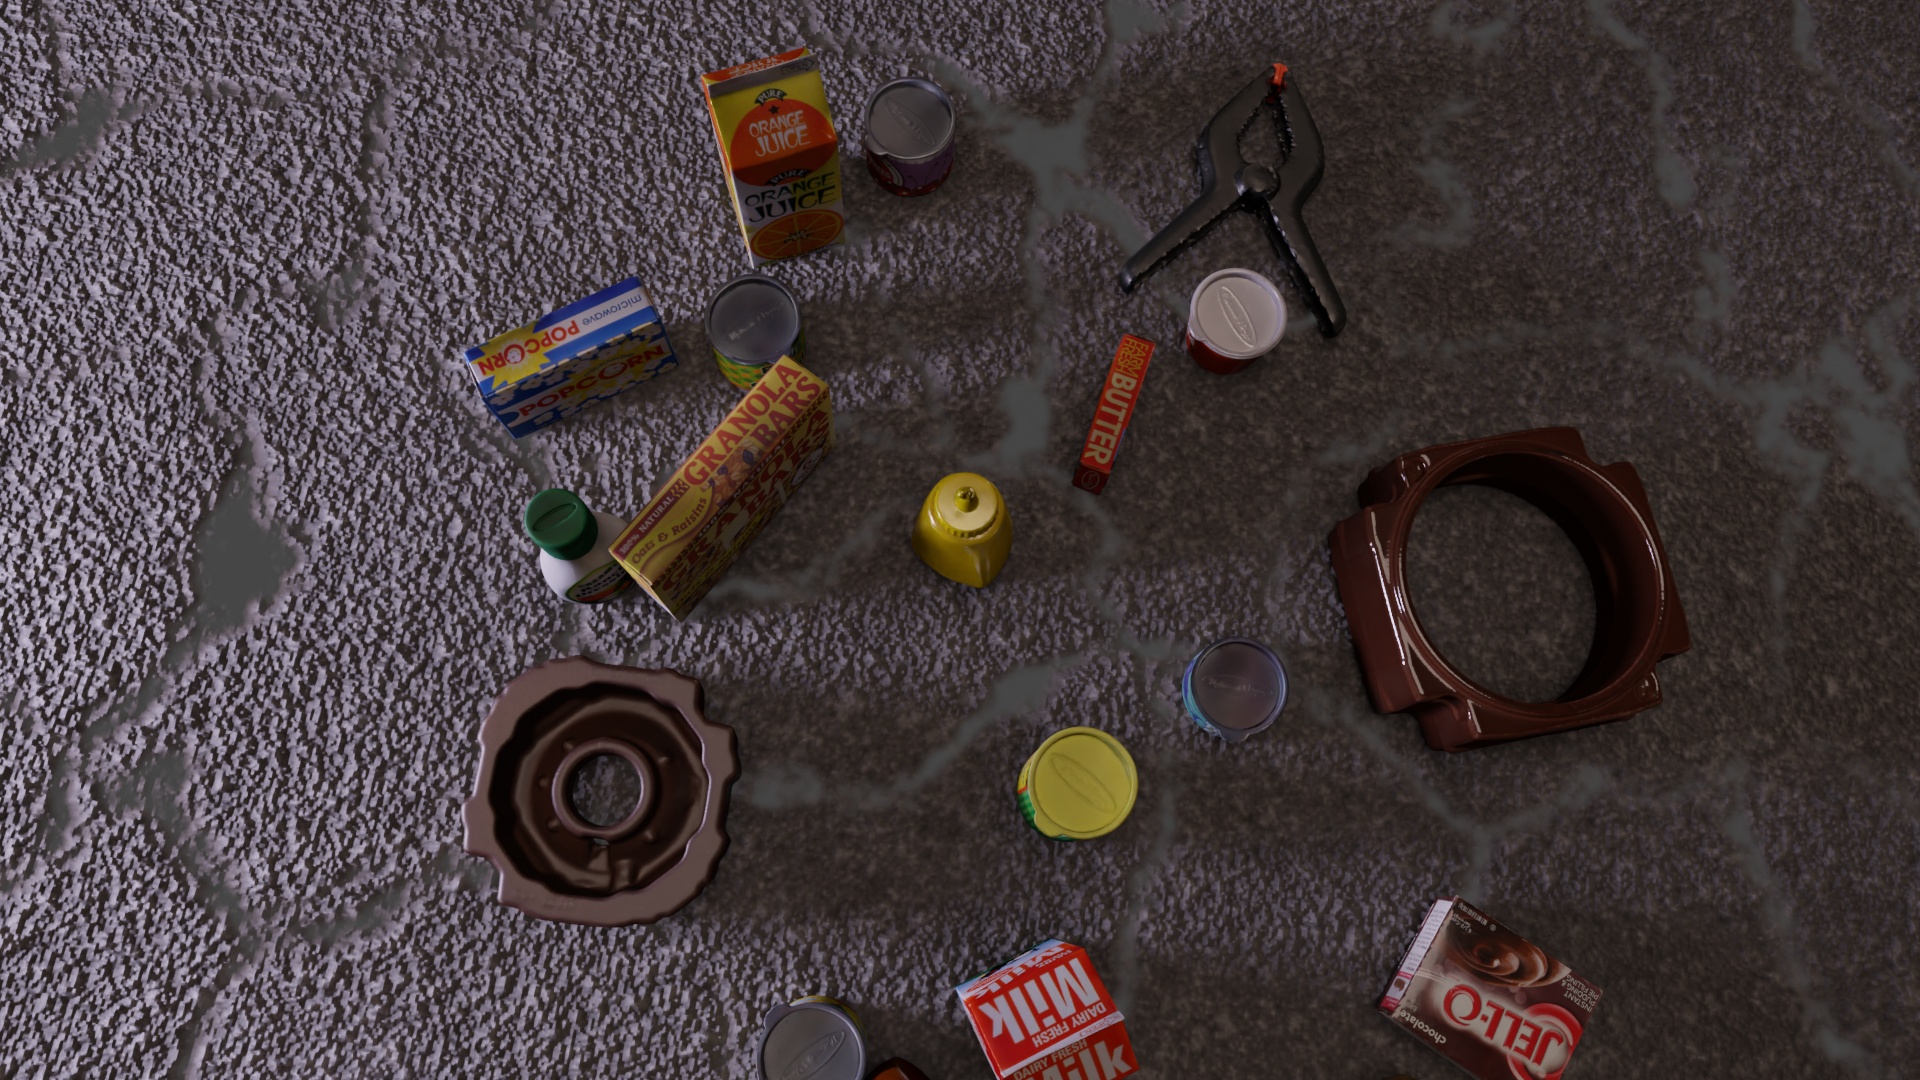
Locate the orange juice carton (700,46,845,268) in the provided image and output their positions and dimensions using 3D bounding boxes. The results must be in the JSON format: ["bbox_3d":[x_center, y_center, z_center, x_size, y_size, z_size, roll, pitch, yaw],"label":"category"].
[{"bbox_3d":[-0.124,-0.261,0.929,0.072,0.192,0.073,-17,78,-7],"label":"orange juice carton"}]

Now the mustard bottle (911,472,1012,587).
[{"bbox_3d":[0.003,-0.011,0.888,0.065,0.160,0.049,28,77,4],"label":"mustard bottle"}]

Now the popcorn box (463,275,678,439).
[{"bbox_3d":[-0.260,-0.123,0.942,0.127,0.085,0.038,-26,79,-9],"label":"popcorn box"}]

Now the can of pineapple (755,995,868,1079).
[{"bbox_3d":[-0.090,0.314,0.852,0.071,0.057,0.071,1,76,-3],"label":"can of pineapple"}]

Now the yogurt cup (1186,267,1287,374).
[{"bbox_3d":[0.193,-0.153,0.988,0.072,0.054,0.072,1,76,-3],"label":"yogurt cup"}]

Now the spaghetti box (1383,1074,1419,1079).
[{"bbox_3d":[0.171,0.382,0.852,0.250,0.050,0.029,-16,77,-7],"label":"spaghetti box"}]

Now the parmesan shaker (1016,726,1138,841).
[{"bbox_3d":[0.069,0.158,0.877,0.071,0.103,0.071,1,76,-3],"label":"parmesan shaker"}]

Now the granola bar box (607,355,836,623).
[{"bbox_3d":[-0.150,-0.031,0.903,0.039,0.124,0.166,38,77,7],"label":"granola bar box"}]

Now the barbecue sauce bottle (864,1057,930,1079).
[{"bbox_3d":[-0.030,0.339,0.802,0.044,0.148,0.065,-35,80,-10],"label":"barbecue sauce bottle"}]

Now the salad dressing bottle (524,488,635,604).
[{"bbox_3d":[-0.240,0.004,0.878,0.064,0.147,0.044,-31,80,-10],"label":"salad dressing bottle"}]

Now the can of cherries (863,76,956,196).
[{"bbox_3d":[-0.039,-0.291,1.010,0.071,0.058,0.071,1,76,-3],"label":"can of cherries"}]

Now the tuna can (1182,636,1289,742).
[{"bbox_3d":[0.184,0.102,0.933,0.071,0.032,0.071,1,76,-3],"label":"tuna can"}]

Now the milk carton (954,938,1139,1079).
[{"bbox_3d":[0.048,0.280,0.799,0.072,0.190,0.073,-24,79,-8],"label":"milk carton"}]

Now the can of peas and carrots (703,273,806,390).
[{"bbox_3d":[-0.140,-0.142,0.966,0.071,0.058,0.071,1,76,-3],"label":"can of peas and carrots"}]

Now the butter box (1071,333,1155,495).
[{"bbox_3d":[0.106,-0.088,0.968,0.024,0.053,0.104,20,76,2],"label":"butter box"}]
